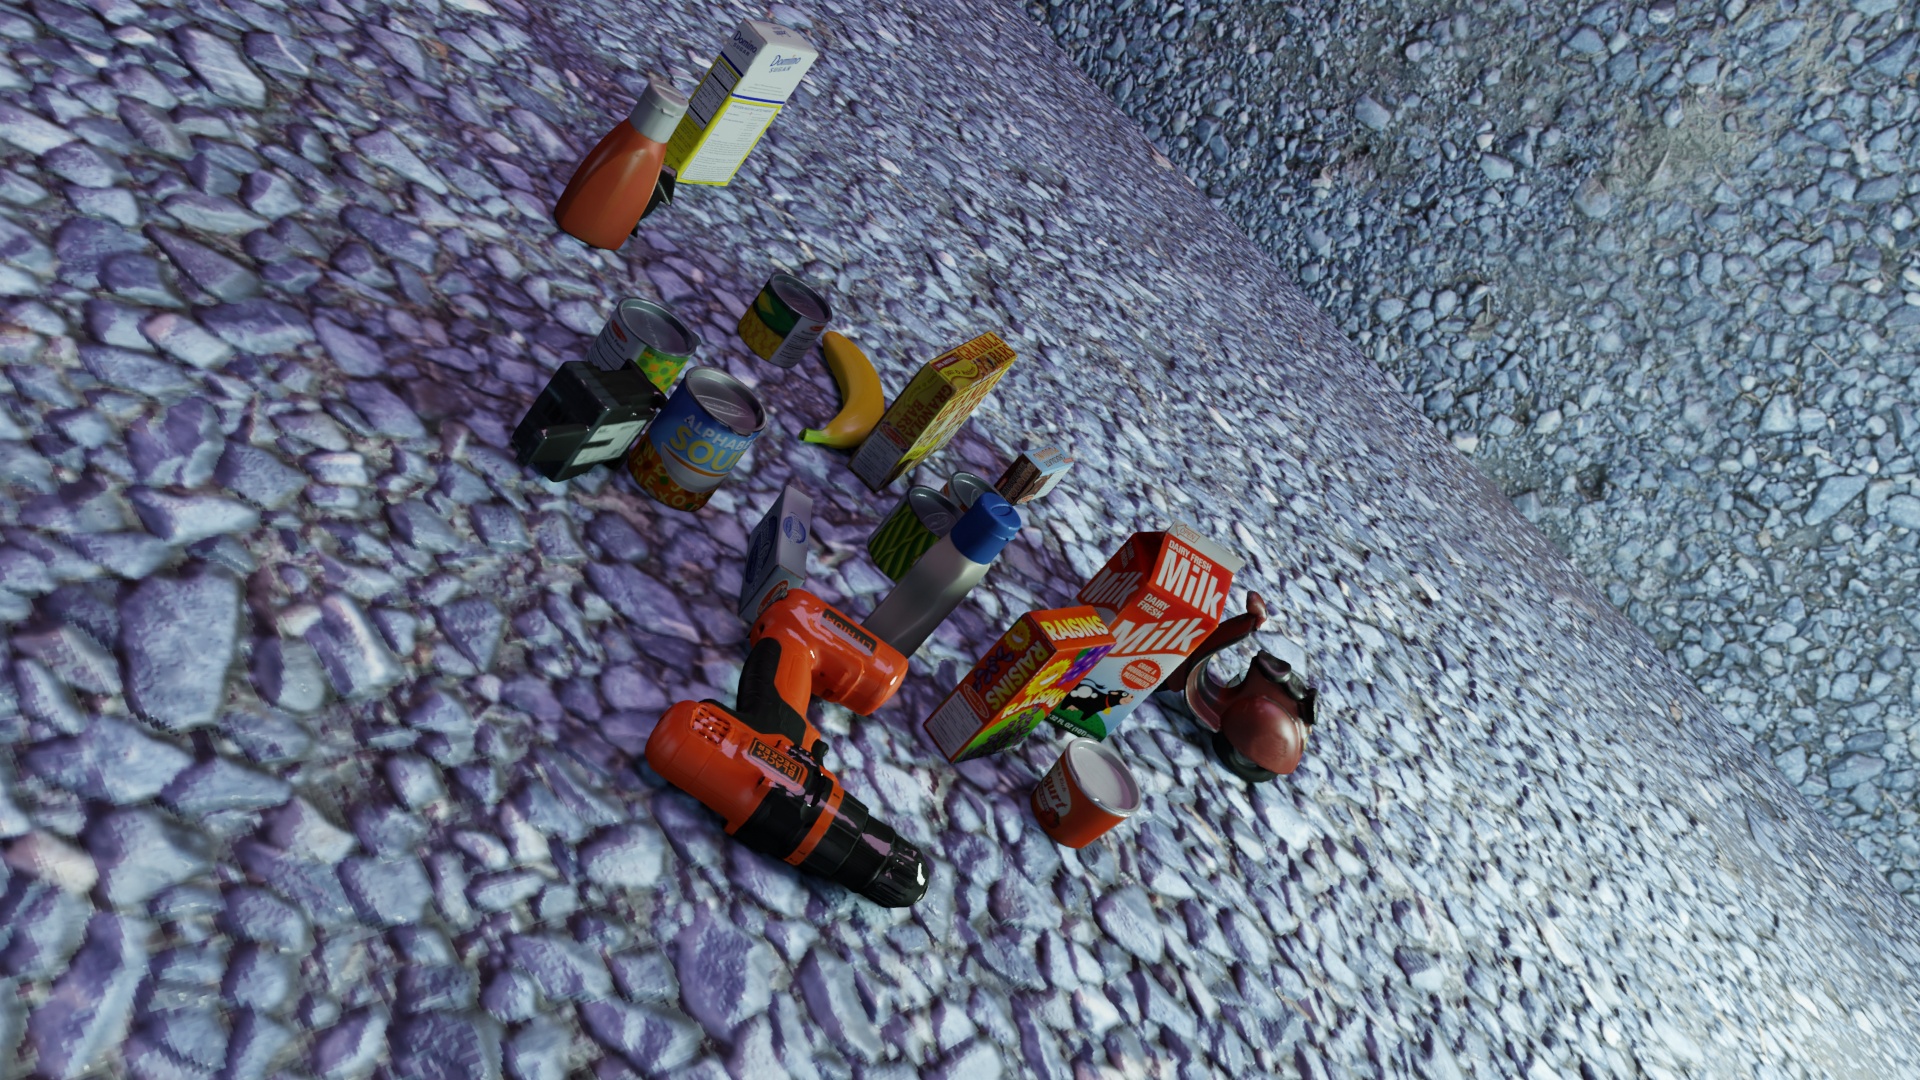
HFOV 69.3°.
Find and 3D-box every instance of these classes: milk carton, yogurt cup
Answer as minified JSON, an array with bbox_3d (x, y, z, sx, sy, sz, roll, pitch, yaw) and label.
[{"bbox_3d":[0.134,0.065,1.087,0.072,0.189,0.074,31,28,-21],"label":"milk carton"},{"bbox_3d":[0.088,0.184,0.996,0.072,0.053,0.073,32,27,-18],"label":"yogurt cup"}]

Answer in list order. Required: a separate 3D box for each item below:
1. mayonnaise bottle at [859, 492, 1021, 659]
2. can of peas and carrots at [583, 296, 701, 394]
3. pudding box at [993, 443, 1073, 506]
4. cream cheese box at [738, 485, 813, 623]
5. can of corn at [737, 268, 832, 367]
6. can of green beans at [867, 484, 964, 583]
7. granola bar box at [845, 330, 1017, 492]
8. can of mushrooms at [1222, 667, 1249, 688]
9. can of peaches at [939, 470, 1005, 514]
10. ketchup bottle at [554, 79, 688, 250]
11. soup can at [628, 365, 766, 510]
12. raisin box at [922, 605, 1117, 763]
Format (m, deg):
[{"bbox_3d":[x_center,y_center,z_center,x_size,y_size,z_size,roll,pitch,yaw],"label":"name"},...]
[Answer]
[{"bbox_3d":[-0.015,0.028,0.993,0.041,0.147,0.065,48,27,14],"label":"mayonnaise bottle"},{"bbox_3d":[-0.241,-0.141,1.053,0.071,0.058,0.071,32,27,-18],"label":"can of peas and carrots"},{"bbox_3d":[0.073,-0.065,1.367,0.030,0.049,0.084,47,27,12],"label":"pudding box"},{"bbox_3d":[-0.129,0.010,0.975,0.024,0.053,0.104,31,28,-21],"label":"cream cheese box"},{"bbox_3d":[-0.160,-0.200,1.254,0.071,0.058,0.071,32,27,-18],"label":"can of corn"},{"bbox_3d":[-0.032,-0.002,1.118,0.071,0.057,0.071,32,27,-18],"label":"can of green beans"},{"bbox_3d":[-0.023,-0.118,1.235,0.039,0.123,0.166,43,26,3],"label":"granola bar box"},{"bbox_3d":[0.281,0.156,1.319,0.071,0.033,0.071,32,28,-18],"label":"can of mushrooms"},{"bbox_3d":[0.004,-0.015,1.187,0.071,0.058,0.071,32,27,-18],"label":"can of peaches"},{"bbox_3d":[-0.281,-0.316,1.169,0.065,0.148,0.044,17,34,-40],"label":"ketchup bottle"},{"bbox_3d":[-0.187,-0.070,0.988,0.071,0.083,0.072,32,27,-19],"label":"soup can"},{"bbox_3d":[0.043,0.101,0.986,0.086,0.123,0.040,0,47,-54],"label":"raisin box"}]
